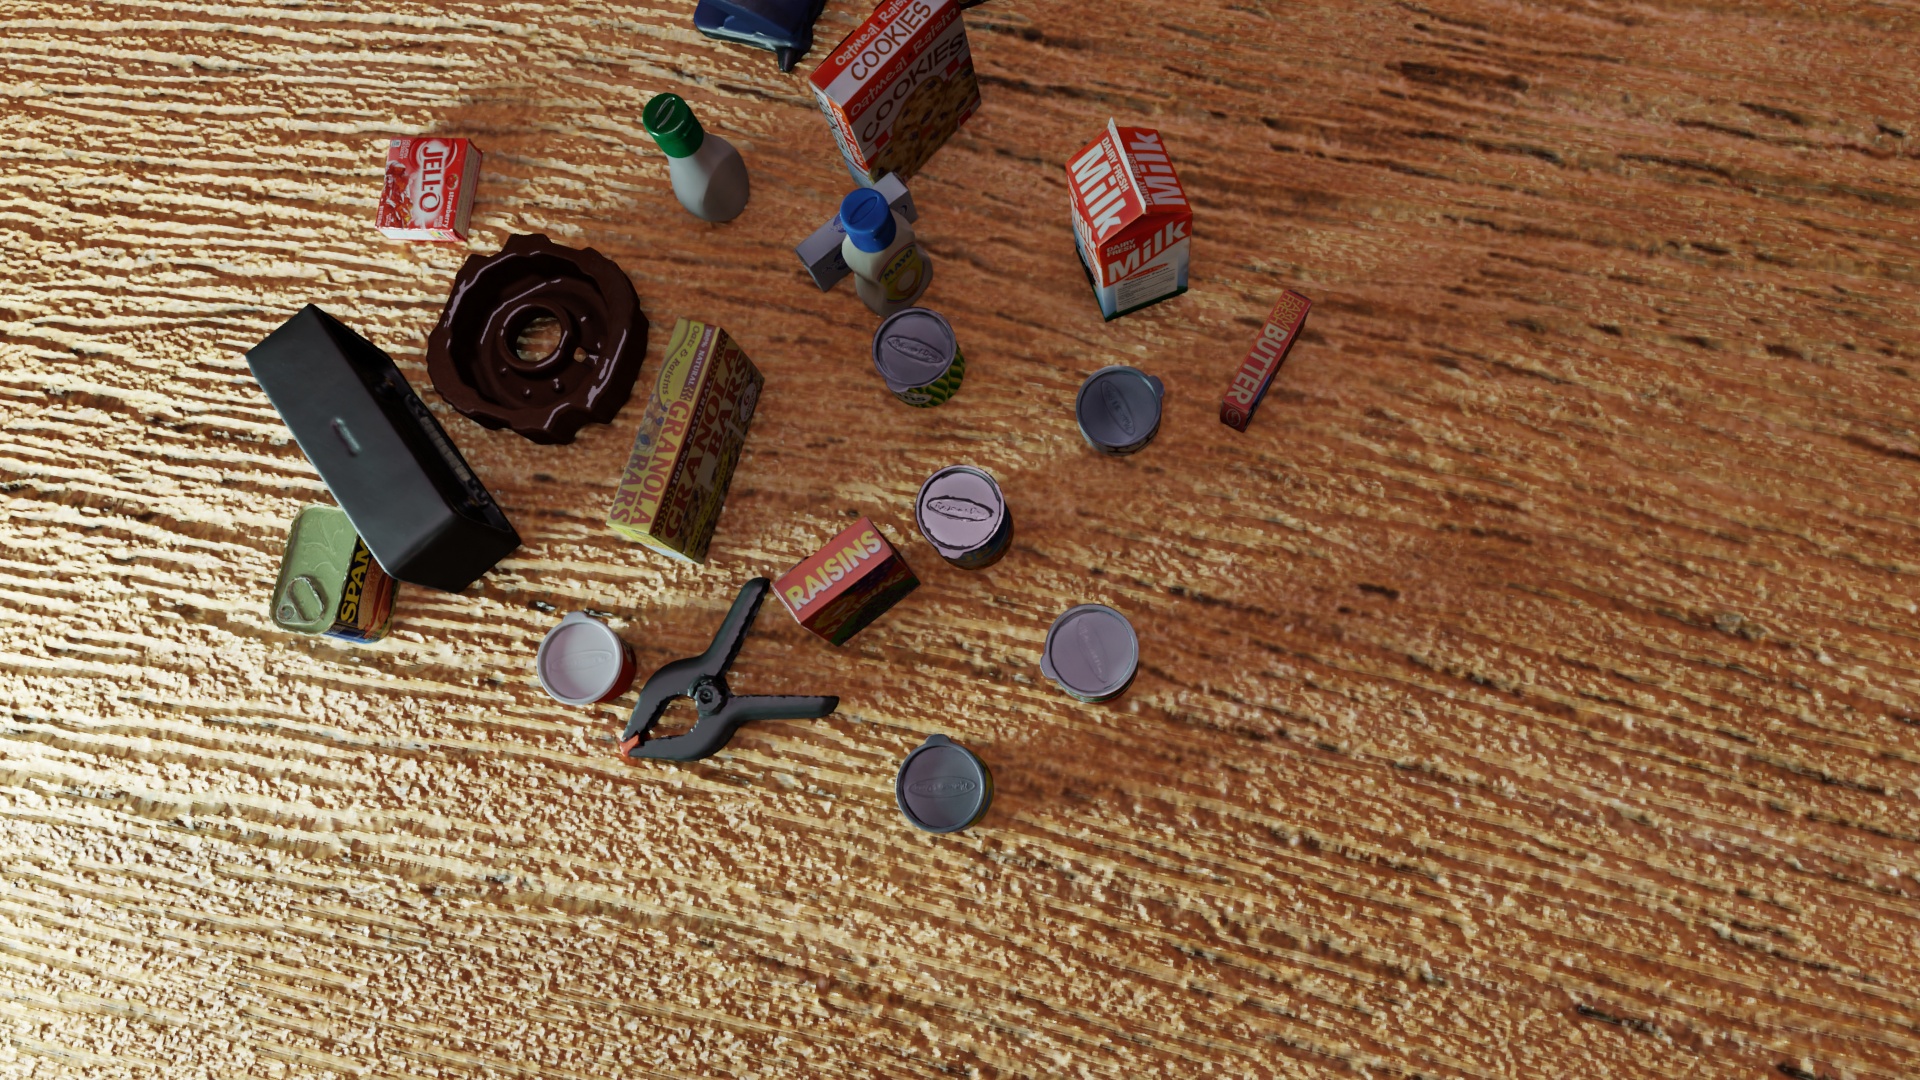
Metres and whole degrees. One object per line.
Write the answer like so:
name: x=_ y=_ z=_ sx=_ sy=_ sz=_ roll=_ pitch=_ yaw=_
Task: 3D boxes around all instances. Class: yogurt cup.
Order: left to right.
yogurt cup: x=-0.287 y=0.096 z=1.082 sx=0.072 sy=0.054 sz=0.072 roll=-2 pitch=78 yaw=7

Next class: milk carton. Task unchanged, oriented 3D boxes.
milk carton: x=0.125 y=-0.238 z=1.030 sx=0.073 sy=0.190 sz=0.072 roll=-20 pitch=77 yaw=3

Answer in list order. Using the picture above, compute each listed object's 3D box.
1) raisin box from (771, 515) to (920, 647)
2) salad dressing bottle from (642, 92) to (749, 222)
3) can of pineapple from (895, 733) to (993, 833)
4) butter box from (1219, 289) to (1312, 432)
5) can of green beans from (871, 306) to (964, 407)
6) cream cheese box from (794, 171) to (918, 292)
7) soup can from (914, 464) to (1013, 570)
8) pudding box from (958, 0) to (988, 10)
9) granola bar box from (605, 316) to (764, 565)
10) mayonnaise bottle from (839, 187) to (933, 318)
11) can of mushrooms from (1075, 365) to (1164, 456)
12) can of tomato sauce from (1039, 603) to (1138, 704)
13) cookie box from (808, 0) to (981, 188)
raisin box: x=-0.082 y=0.032 z=1.033 sx=0.086 sy=0.123 sz=0.040 roll=-37 pitch=76 yaw=-1
salad dressing bottle: x=-0.211 y=-0.306 z=1.111 sx=0.044 sy=0.147 sz=0.064 roll=29 pitch=84 yaw=12
can of pineapple: x=-0.010 y=0.181 z=1.025 sx=0.071 sy=0.058 sz=0.071 roll=-2 pitch=78 yaw=7
butter box: x=0.233 y=-0.137 z=1.065 sx=0.024 sy=0.053 sz=0.103 roll=29 pitch=83 yaw=12
can of green beans: x=-0.032 y=-0.144 z=1.098 sx=0.071 sy=0.057 sz=0.071 roll=-2 pitch=78 yaw=7
cream cheese box: x=-0.084 y=-0.251 z=1.131 sx=0.104 sy=0.053 sz=0.024 roll=-39 pitch=76 yaw=-2
soup can: x=0.004 y=-0.013 z=1.052 sx=0.071 sy=0.083 sz=0.071 roll=-2 pitch=78 yaw=7
pudding box: x=0.017 y=-0.479 z=1.169 sx=0.084 sy=0.049 sz=0.030 roll=-18 pitch=77 yaw=3
granola bar box: x=-0.207 y=-0.073 z=1.072 sx=0.039 sy=0.124 sz=0.166 roll=15 pitch=81 yaw=10
mayonnaise bottle: x=-0.060 y=-0.223 z=1.073 sx=0.041 sy=0.148 sz=0.065 roll=43 pitch=87 yaw=13
can of mushrooms: x=0.126 y=-0.101 z=1.081 sx=0.071 sy=0.033 sz=0.071 roll=-1 pitch=78 yaw=7
can of tomato sauce: x=0.096 y=0.086 z=1.019 sx=0.071 sy=0.083 sz=0.071 roll=-2 pitch=78 yaw=7
cookie box: x=-0.047 y=-0.352 z=1.089 sx=0.040 sy=0.167 sz=0.123 roll=42 pitch=87 yaw=13
